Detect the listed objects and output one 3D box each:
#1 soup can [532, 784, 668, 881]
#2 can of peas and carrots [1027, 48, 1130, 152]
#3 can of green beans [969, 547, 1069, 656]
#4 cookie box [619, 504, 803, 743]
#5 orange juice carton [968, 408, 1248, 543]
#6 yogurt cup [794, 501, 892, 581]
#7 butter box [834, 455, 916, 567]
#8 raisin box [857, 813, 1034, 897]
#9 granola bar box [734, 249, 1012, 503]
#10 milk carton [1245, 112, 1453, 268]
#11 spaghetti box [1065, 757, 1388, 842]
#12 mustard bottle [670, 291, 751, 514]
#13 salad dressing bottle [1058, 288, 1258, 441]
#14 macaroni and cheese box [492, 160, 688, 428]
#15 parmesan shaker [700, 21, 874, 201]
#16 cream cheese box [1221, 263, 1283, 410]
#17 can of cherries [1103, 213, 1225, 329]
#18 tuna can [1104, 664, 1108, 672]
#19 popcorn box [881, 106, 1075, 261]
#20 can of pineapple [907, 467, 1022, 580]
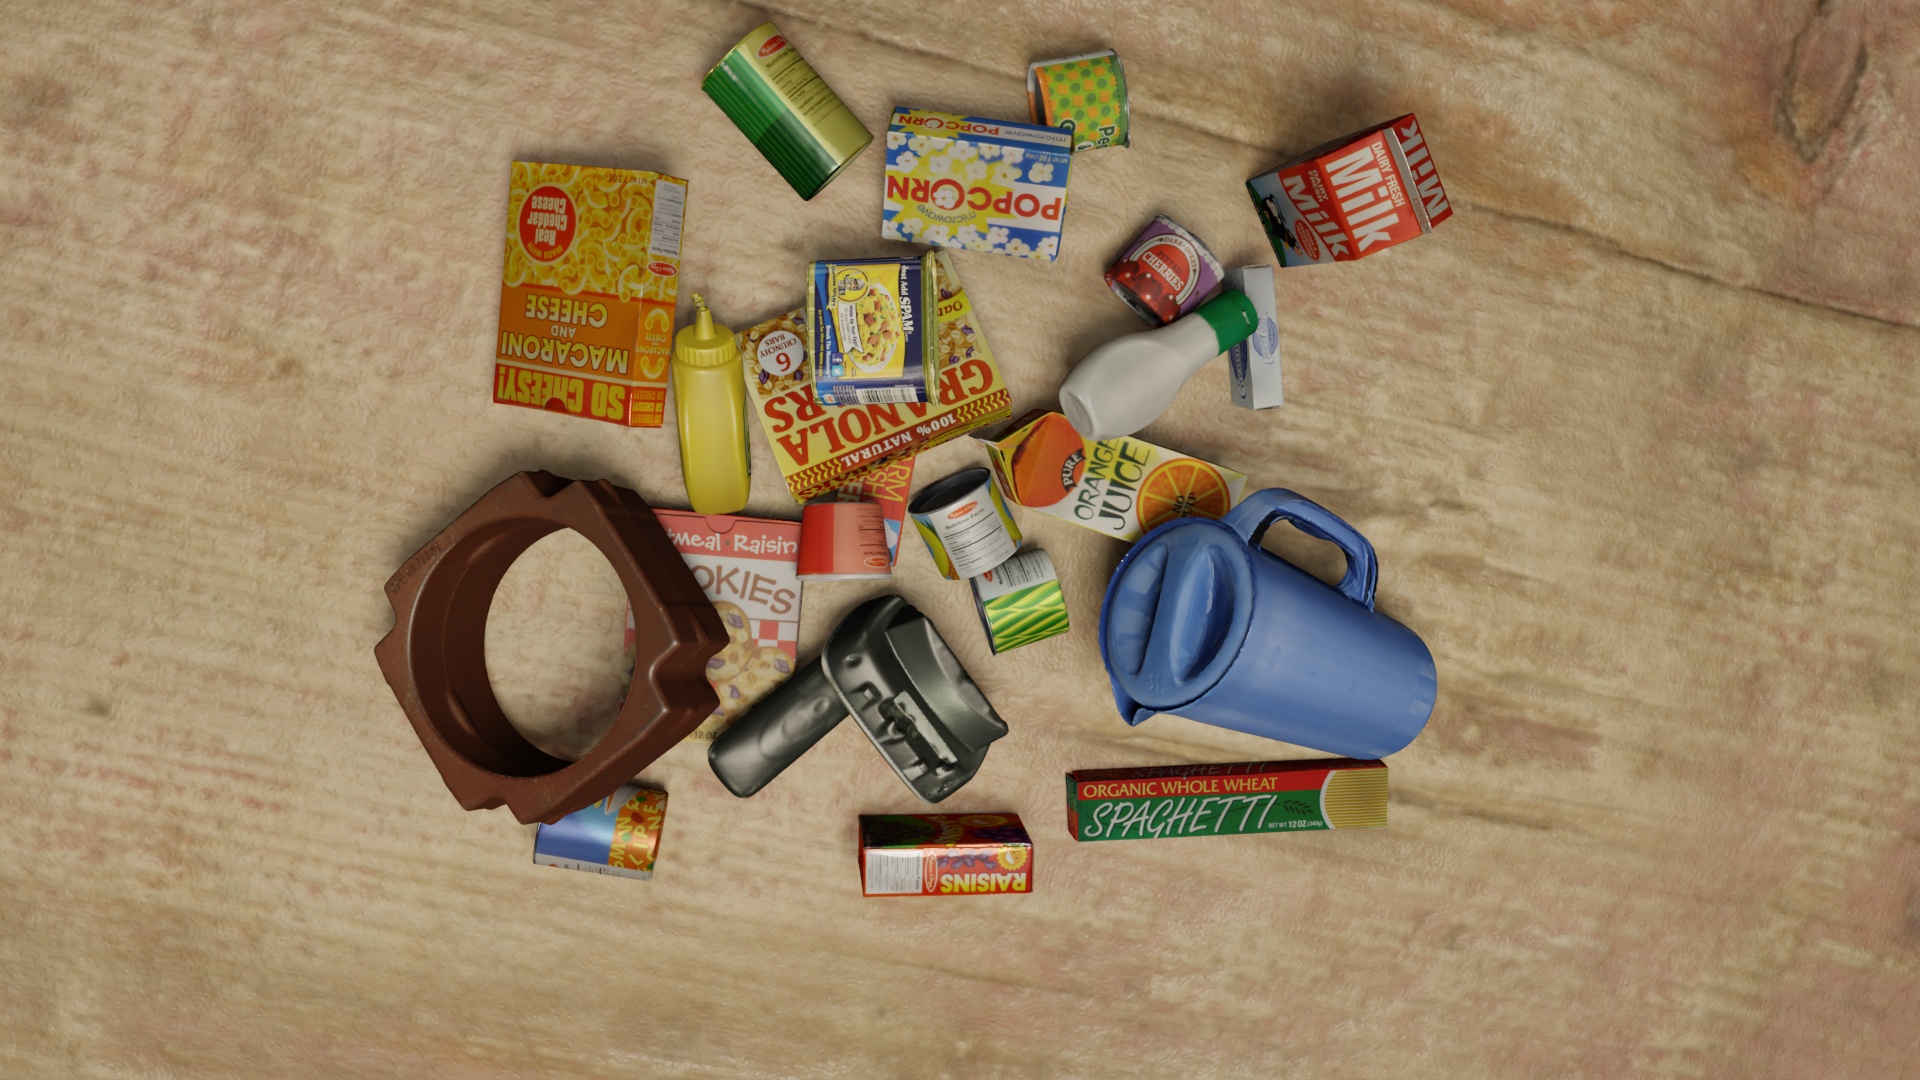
[{"bbox_3d":[-0.258,0.204,1.003,0.084,0.071,0.071,11,97,-8],"label":"soup can"},{"bbox_3d":[0.082,-0.302,0.970,0.059,0.071,0.071,-11,99,-4],"label":"can of peas and carrots"},{"bbox_3d":[0.042,0.044,1.014,0.058,0.071,0.071,-17,100,-4],"label":"can of green beans"},{"bbox_3d":[-0.178,0.062,1.004,0.123,0.040,0.167,5,97,-7],"label":"cookie box"},{"bbox_3d":[0.099,-0.045,1.005,0.193,0.072,0.073,17,95,-9],"label":"orange juice carton"},{"bbox_3d":[-0.082,0.001,0.970,0.072,0.072,0.054,-1,88,-6],"label":"yogurt cup"},{"bbox_3d":[-0.064,-0.035,1.012,0.053,0.024,0.103,10,96,-7],"label":"butter box"},{"bbox_3d":[-0.013,0.230,1.023,0.123,0.086,0.040,1,94,-6],"label":"raisin box"},{"bbox_3d":[-0.063,-0.115,0.977,0.166,0.039,0.124,-22,80,-3],"label":"granola bar box"},{"bbox_3d":[0.265,-0.234,0.937,0.073,0.191,0.072,-26,100,-2],"label":"milk carton"},{"bbox_3d":[0.207,0.200,1.073,0.250,0.029,0.050,-2,97,-6],"label":"spaghetti box"},{"bbox_3d":[-0.170,-0.095,0.945,0.049,0.065,0.159,-5,128,-10],"label":"mustard bottle"},{"bbox_3d":[0.138,-0.123,0.955,0.148,0.044,0.064,-32,111,-16],"label":"salad dressing bottle"},{"bbox_3d":[-0.252,-0.166,0.937,0.124,0.040,0.166,11,98,25],"label":"macaroni and cheese box"},{"bbox_3d":[-0.119,-0.290,0.948,0.071,0.071,0.103,-43,101,1],"label":"parmesan shaker"},{"bbox_3d":[0.213,-0.148,1.013,0.024,0.053,0.103,-7,99,-5],"label":"cream cheese box"},{"bbox_3d":[0.145,-0.189,0.991,0.071,0.071,0.058,42,92,-10],"label":"can of cherries"},{"bbox_3d":[0.141,0.081,1.032,0.071,0.071,0.032,-1,99,-6],"label":"tuna can"},{"bbox_3d":[0.011,-0.245,0.956,0.127,0.038,0.084,8,135,1],"label":"popcorn box"},{"bbox_3d":[0.004,-0.013,1.001,0.071,0.071,0.057,-27,108,-2],"label":"can of pineapple"}]
